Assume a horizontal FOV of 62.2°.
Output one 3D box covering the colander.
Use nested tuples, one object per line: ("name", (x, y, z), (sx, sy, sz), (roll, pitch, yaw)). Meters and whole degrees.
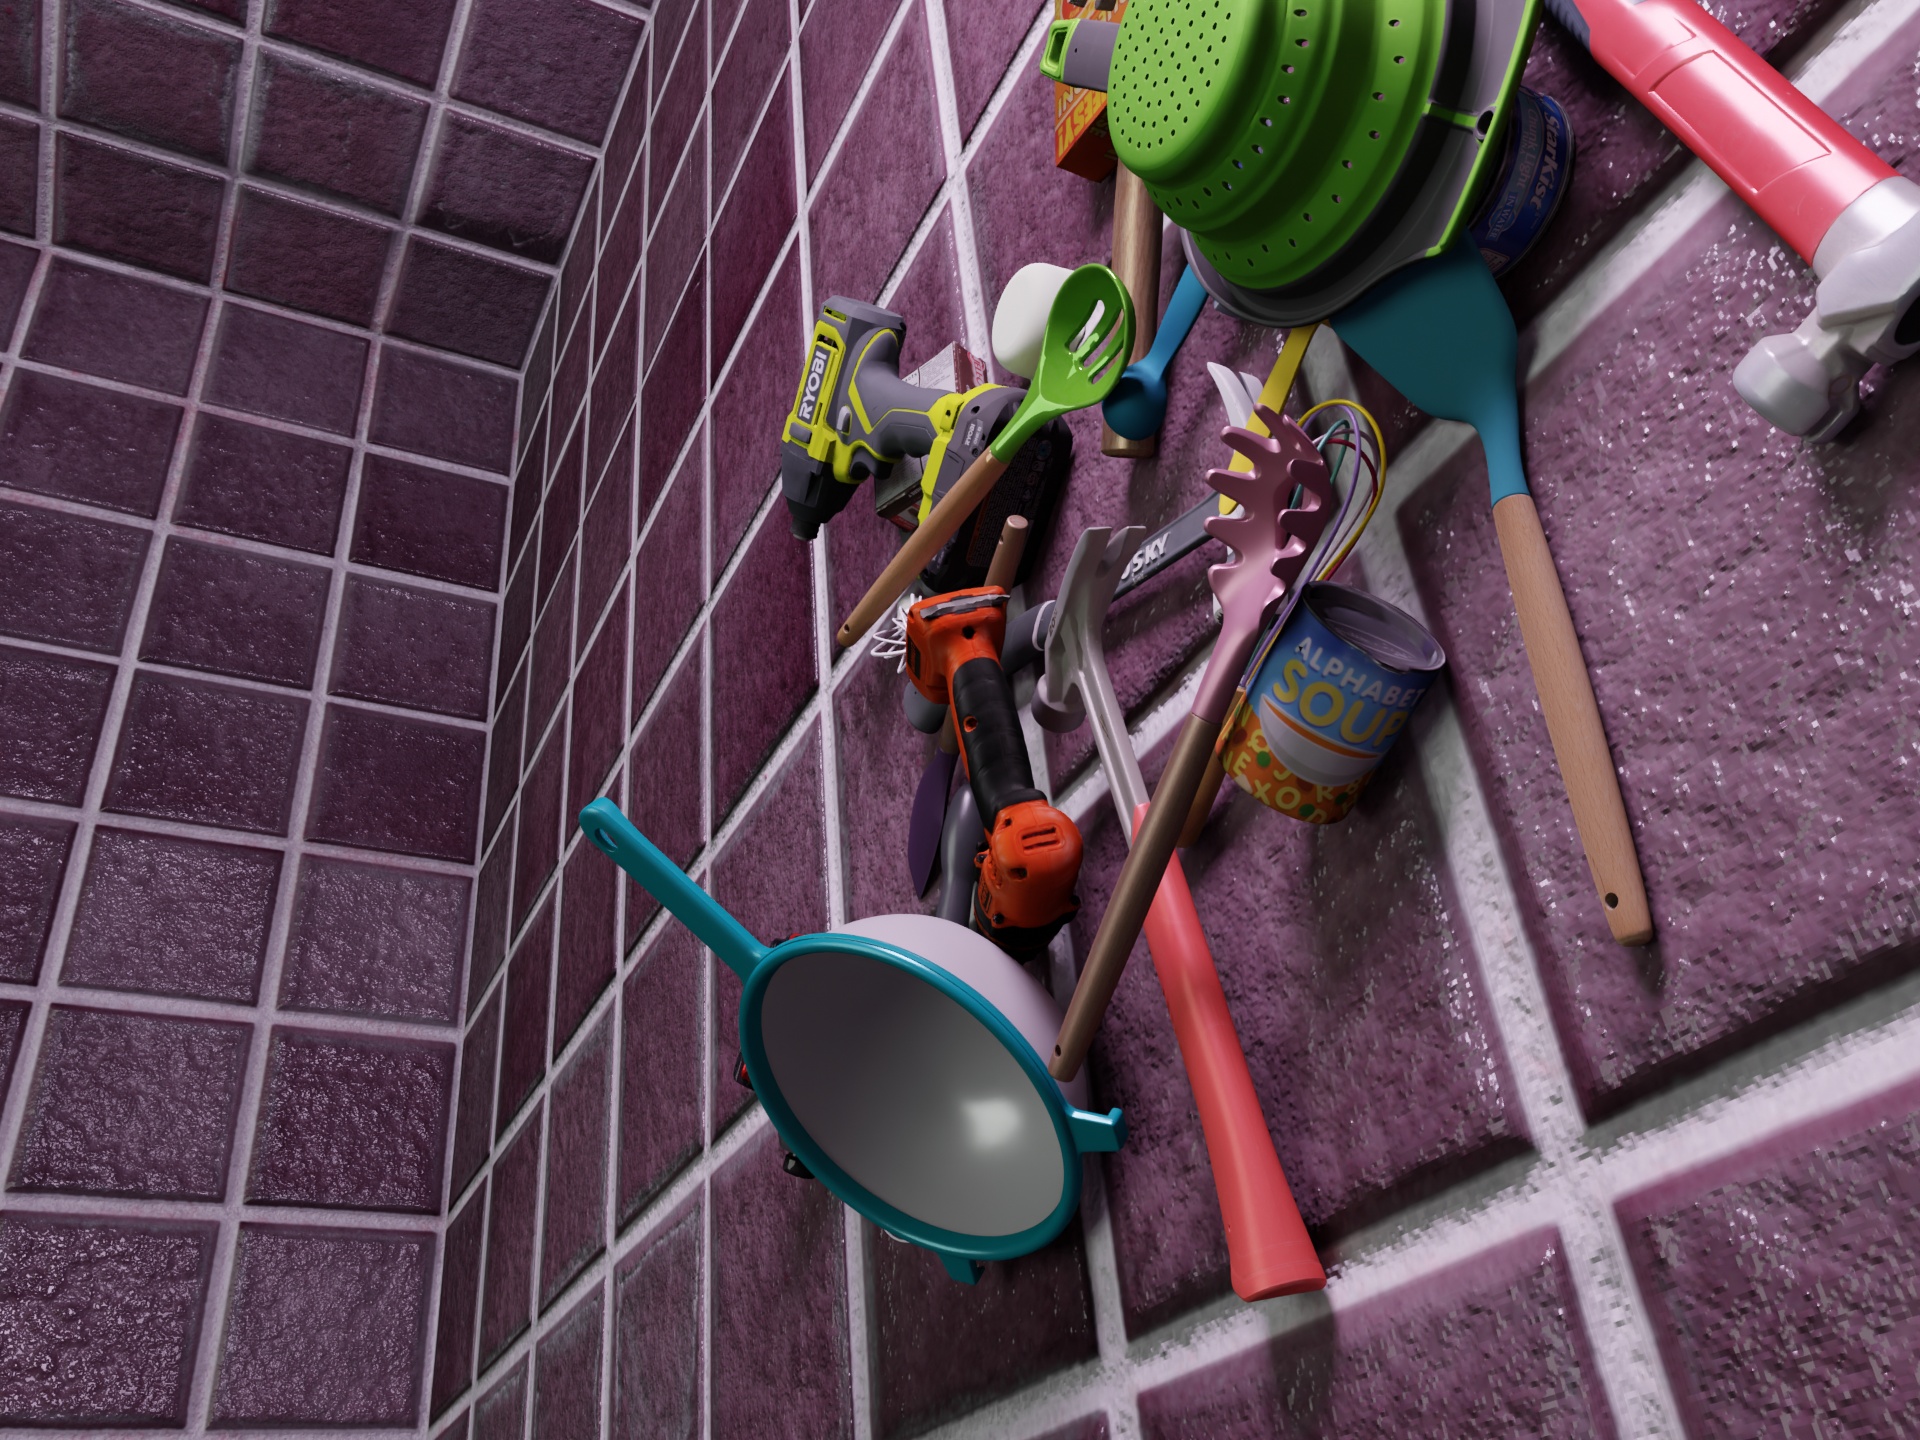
("colander", (0.098, -0.316, 0.759), (0.397, 0.094, 0.204), (48, 127, 56))

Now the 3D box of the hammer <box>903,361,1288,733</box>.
("hammer", (0.061, -0.068, 0.950), (0.409, 0.036, 0.149), (-30, 51, 59))

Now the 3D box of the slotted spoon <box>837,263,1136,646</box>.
("slotted spoon", (0.009, -0.143, 0.943), (0.313, 0.031, 0.070), (-47, 59, 38))

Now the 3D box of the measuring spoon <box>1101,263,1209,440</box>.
("measuring spoon", (0.108, -0.209, 0.859), (0.042, 0.021, 0.128), (49, 129, 31))

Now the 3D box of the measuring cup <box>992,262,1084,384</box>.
("measuring cup", (0.035, -0.224, 1.067), (0.083, 0.038, 0.167), (41, 114, 62))

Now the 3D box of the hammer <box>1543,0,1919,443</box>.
("hammer", (0.266, -0.272, 0.596), (0.143, 0.038, 0.387), (-57, 32, 36))

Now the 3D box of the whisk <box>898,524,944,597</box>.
("whisk", (-0.045, -0.175, 1.217), (0.055, 0.055, 0.239), (-58, 36, 37))

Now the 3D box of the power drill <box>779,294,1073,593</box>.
("power drill", (-0.038, -0.175, 1.073), (0.223, 0.080, 0.171), (35, 114, 42))

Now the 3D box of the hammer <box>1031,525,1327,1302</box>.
("hammer", (0.099, 0.084, 0.743), (0.149, 0.036, 0.359), (106, 155, -53))

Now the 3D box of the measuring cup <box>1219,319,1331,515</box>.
("measuring cup", (0.167, -0.166, 0.758), (0.156, 0.029, 0.062), (-66, 27, 15))

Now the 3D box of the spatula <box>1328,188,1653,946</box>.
("spatula", (0.210, -0.063, 0.617), (0.082, 0.044, 0.318), (131, 142, -51))

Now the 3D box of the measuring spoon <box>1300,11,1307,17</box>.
("measuring spoon", (0.166, -0.383, 0.883), (0.124, 0.018, 0.034), (-21, 61, 63))

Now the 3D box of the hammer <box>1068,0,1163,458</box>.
("hammer", (0.101, -0.317, 0.907), (0.130, 0.031, 0.331), (13, 102, 63))

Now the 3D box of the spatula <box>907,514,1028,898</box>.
("spatula", (-0.002, -0.003, 1.008), (0.315, 0.018, 0.060), (107, 156, -43))

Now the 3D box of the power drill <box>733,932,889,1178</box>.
("power drill", (-0.092, 0.210, 1.033), (0.219, 0.078, 0.143), (156, 130, -78))

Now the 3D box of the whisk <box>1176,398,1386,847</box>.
("whisk", (0.138, -0.034, 0.735), (0.051, 0.047, 0.244), (-53, -17, -54))

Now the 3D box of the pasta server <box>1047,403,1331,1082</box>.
("pasta server", (0.090, 0.021, 0.686), (0.060, 0.040, 0.316), (49, 124, 57))

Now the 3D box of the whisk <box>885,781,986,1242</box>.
("whisk", (-0.014, 0.174, 0.983), (0.070, 0.070, 0.285), (-26, 51, 60))

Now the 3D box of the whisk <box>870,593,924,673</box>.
("whisk", (-0.031, -0.063, 1.063), (0.246, 0.059, 0.058), (-107, 5, -81))

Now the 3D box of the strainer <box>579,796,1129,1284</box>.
("strainer", (-0.059, 0.141, 0.875), (0.095, 0.340, 0.211), (-41, -12, -46))
